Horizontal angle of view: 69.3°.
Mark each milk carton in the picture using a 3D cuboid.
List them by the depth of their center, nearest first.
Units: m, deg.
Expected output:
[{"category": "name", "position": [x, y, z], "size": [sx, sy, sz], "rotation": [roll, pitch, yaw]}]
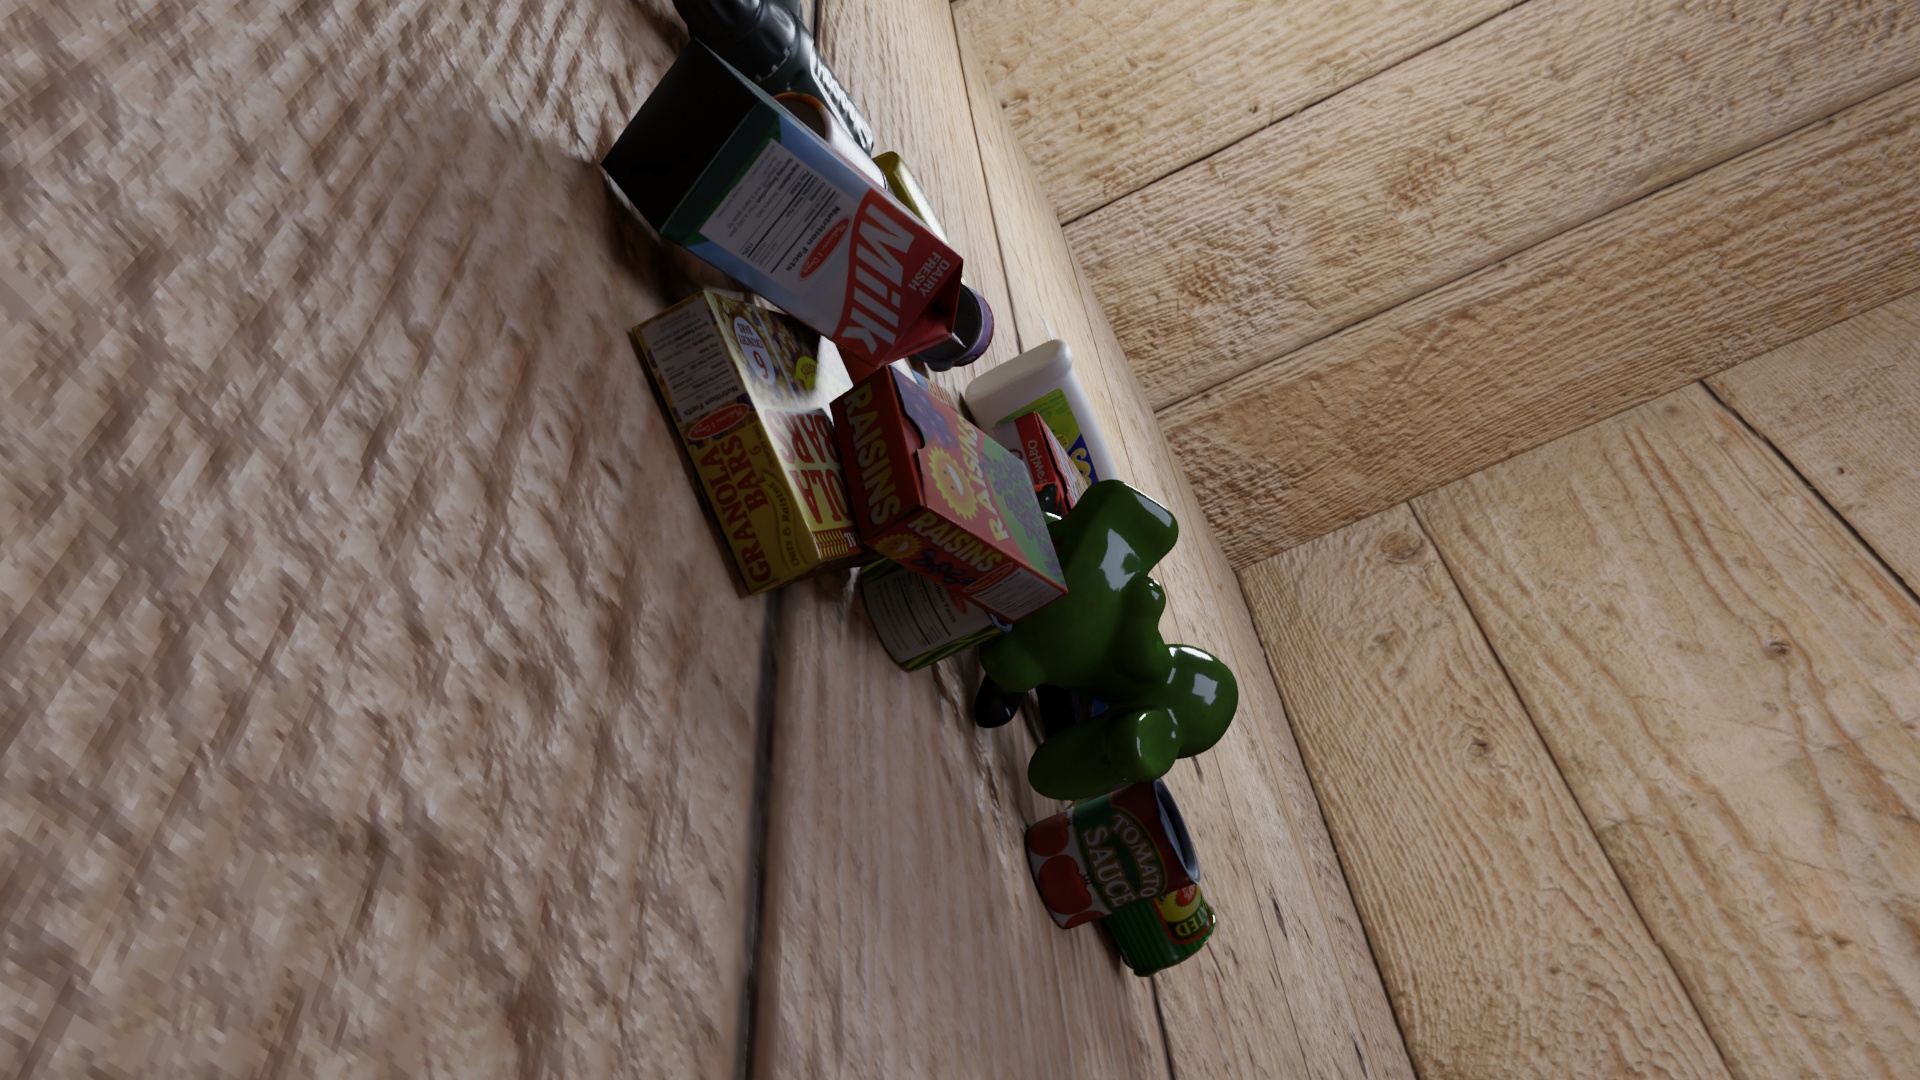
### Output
[{"category": "milk carton", "position": [-0.069, -0.148, 0.667], "size": [0.190, 0.073, 0.072], "rotation": [27, 17, -50]}]

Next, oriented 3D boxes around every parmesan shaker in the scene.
[{"category": "parmesan shaker", "position": [0.111, 0.215, 0.889], "size": [0.103, 0.071, 0.071], "rotation": [63, 13, -13]}]

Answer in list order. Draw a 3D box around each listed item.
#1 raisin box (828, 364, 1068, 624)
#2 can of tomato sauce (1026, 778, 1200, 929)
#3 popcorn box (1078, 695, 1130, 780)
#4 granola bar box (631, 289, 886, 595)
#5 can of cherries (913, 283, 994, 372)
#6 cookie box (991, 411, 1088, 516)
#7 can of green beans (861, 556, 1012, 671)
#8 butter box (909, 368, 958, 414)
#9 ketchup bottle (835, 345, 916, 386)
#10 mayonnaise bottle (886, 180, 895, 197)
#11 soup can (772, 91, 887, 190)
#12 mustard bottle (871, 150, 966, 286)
[{"category": "raisin box", "position": [-0.004, -0.020, 0.670], "size": [0.123, 0.040, 0.086], "rotation": [31, 35, -48]}, {"category": "can of tomato sauce", "position": [0.089, 0.183, 0.813], "size": [0.071, 0.083, 0.071], "rotation": [60, 14, -26]}, {"category": "popcorn box", "position": [0.102, 0.097, 0.977], "size": [0.085, 0.038, 0.126], "rotation": [-108, -163, -69]}, {"category": "granola bar box", "position": [-0.079, -0.044, 0.646], "size": [0.124, 0.039, 0.166], "rotation": [66, 13, 3]}, {"category": "can of cherries", "position": [-0.011, -0.165, 1.075], "size": [0.071, 0.071, 0.058], "rotation": [66, 12, 1]}, {"category": "cookie box", "position": [0.081, -0.014, 1.080], "size": [0.167, 0.040, 0.123], "rotation": [42, 28, -65]}, {"category": "can of green beans", "position": [-0.012, 0.029, 0.738], "size": [0.071, 0.058, 0.071], "rotation": [60, 14, -26]}, {"category": "butter box", "position": [-0.023, -0.086, 0.973], "size": [0.053, 0.024, 0.103], "rotation": [68, 13, 10]}, {"category": "ketchup bottle", "position": [-0.047, -0.087, 0.839], "size": [0.148, 0.043, 0.065], "rotation": [62, 13, -21]}, {"category": "mayonnaise bottle", "position": [-0.074, -0.228, 0.987], "size": [0.064, 0.041, 0.149], "rotation": [60, 15, -20]}, {"category": "soup can", "position": [-0.094, -0.227, 0.857], "size": [0.083, 0.071, 0.071], "rotation": [31, 37, -67]}, {"category": "mustard bottle", "position": [-0.033, -0.241, 1.147], "size": [0.159, 0.049, 0.065], "rotation": [57, 17, -34]}]
